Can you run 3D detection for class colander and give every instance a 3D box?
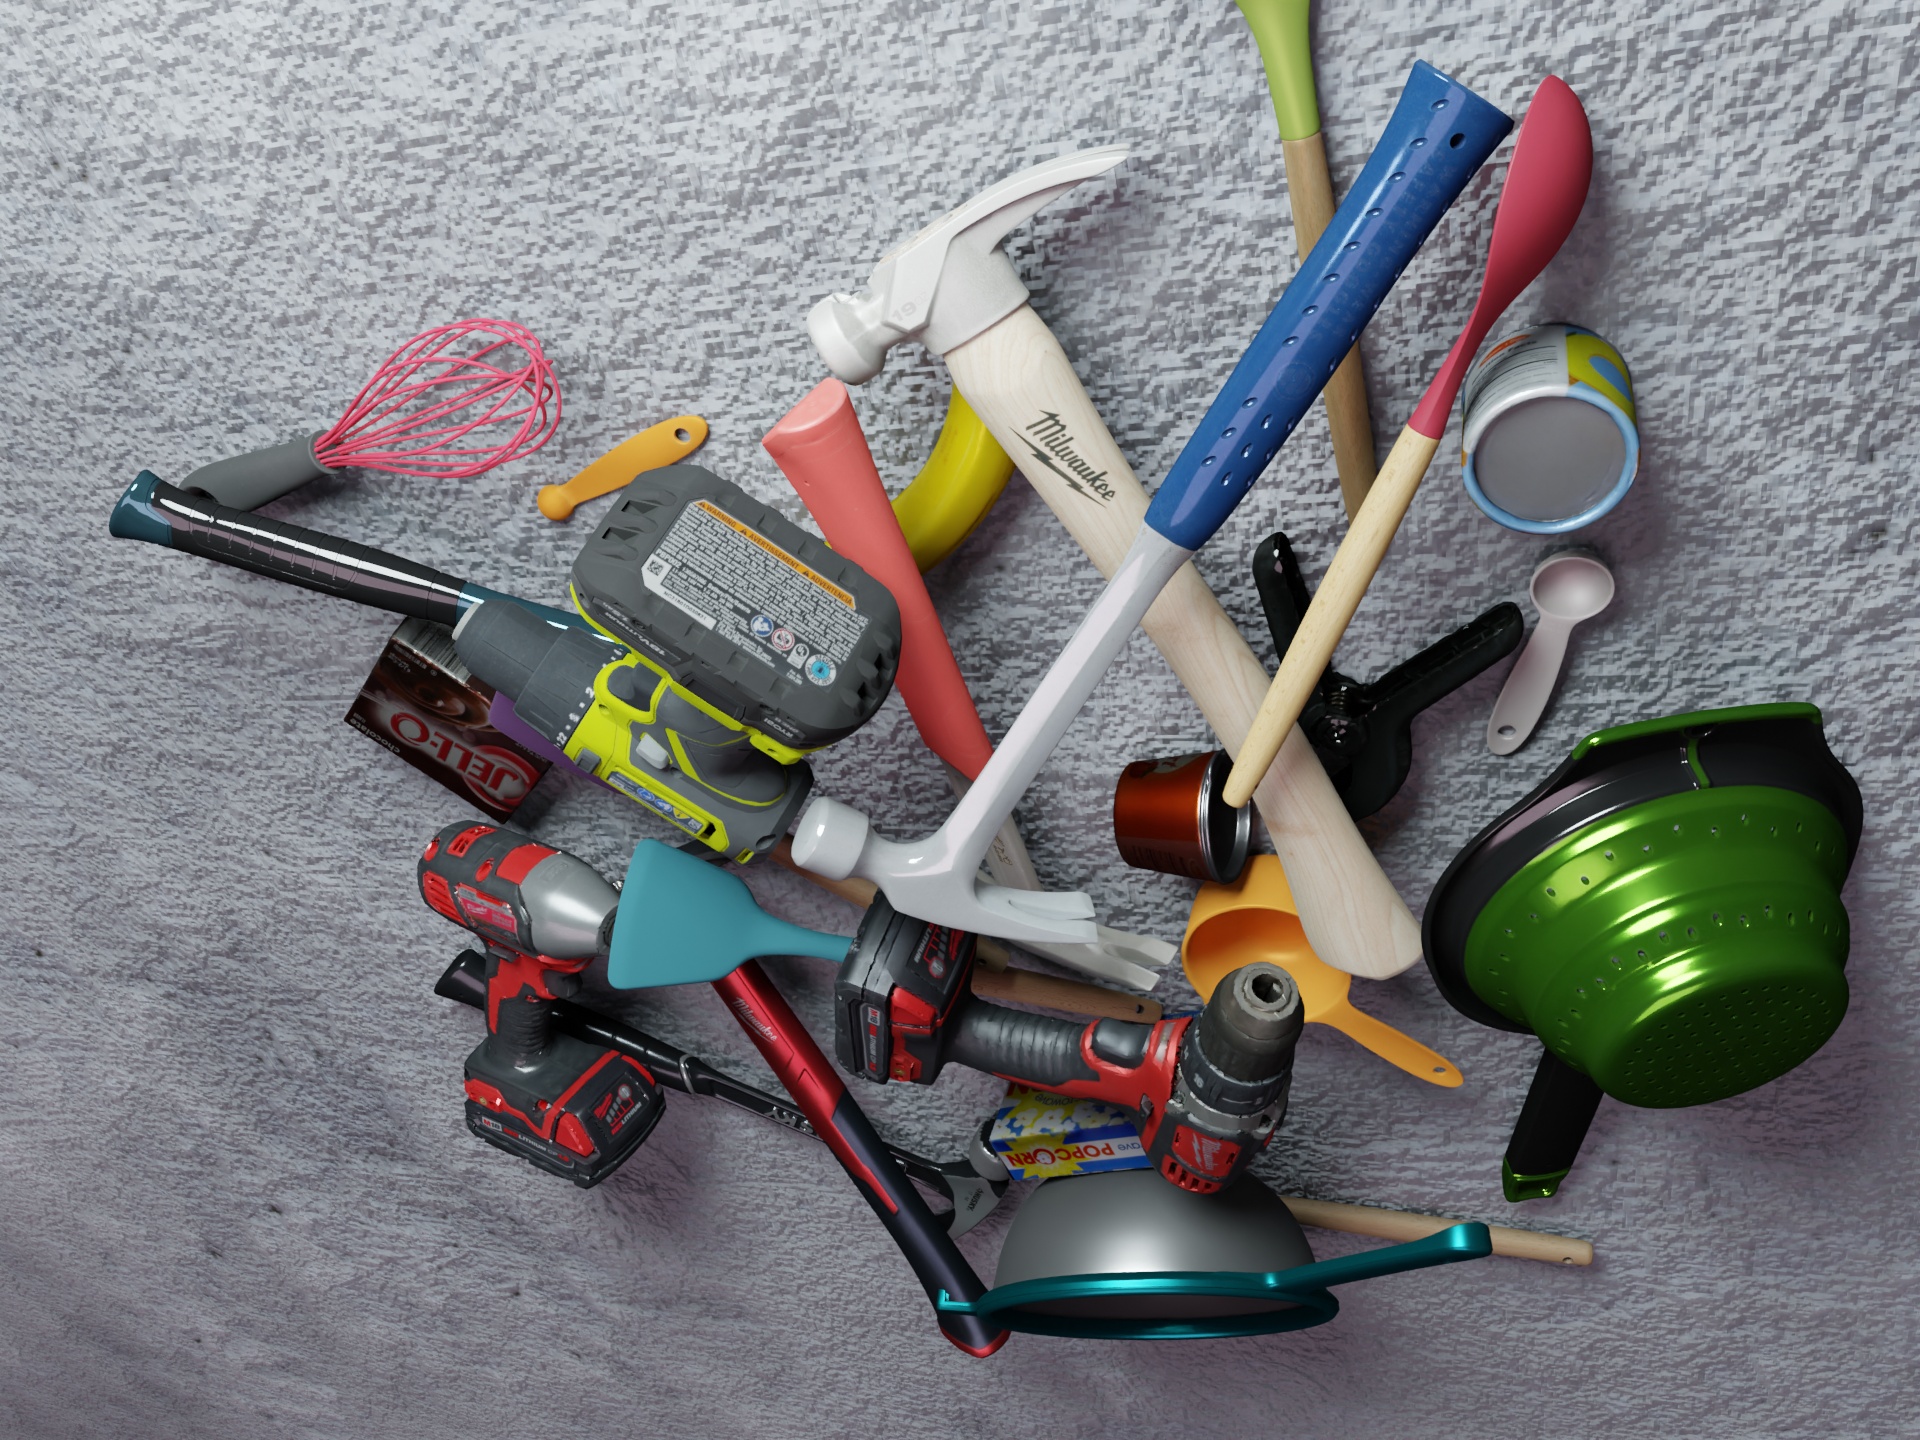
[{"bbox_3d":[0.325,0.164,0.768,0.204,0.095,0.396,-8,136,-3],"label":"colander"}]

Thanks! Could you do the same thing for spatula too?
[{"bbox_3d":[-0.111,0.060,0.870,0.316,0.018,0.059,29,132,-7],"label":"spatula"},{"bbox_3d":[-0.035,0.138,0.899,0.317,0.082,0.044,12,171,-8],"label":"spatula"}]

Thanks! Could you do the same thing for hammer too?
[{"bbox_3d":[0.109,-0.045,0.700,0.146,0.038,0.410,-28,112,21],"label":"hammer"},{"bbox_3d":[-0.001,-0.002,0.751,0.149,0.037,0.358,16,145,35],"label":"hammer"},{"bbox_3d":[-0.164,0.249,1.076,0.409,0.036,0.149,22,132,2],"label":"hammer"},{"bbox_3d":[0.084,-0.065,0.645,0.144,0.035,0.405,24,117,-17],"label":"hammer"},{"bbox_3d":[-0.274,-0.066,0.830,0.331,0.033,0.128,17,137,-7],"label":"hammer"},{"bbox_3d":[-0.068,0.238,0.985,0.143,0.038,0.386,-26,104,31],"label":"hammer"}]

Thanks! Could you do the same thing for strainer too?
[{"bbox_3d":[0.152,0.285,0.906,0.210,0.095,0.340,19,146,-31],"label":"strainer"}]

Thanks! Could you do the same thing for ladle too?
[{"bbox_3d":[0.171,-0.092,0.632,0.031,0.069,0.315,33,121,20],"label":"ladle"},{"bbox_3d":[0.137,-0.194,0.607,0.078,0.062,0.319,-14,126,9],"label":"ladle"}]

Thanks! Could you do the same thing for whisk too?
[{"bbox_3d":[-0.308,-0.141,0.804,0.296,0.073,0.073,-10,124,33],"label":"whisk"}]

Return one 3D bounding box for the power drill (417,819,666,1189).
[{"bbox_3d":[-0.247,0.171,0.966,0.143,0.078,0.219,16,125,23],"label":"power drill"}]

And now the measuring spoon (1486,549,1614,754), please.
[{"bbox_3d":[0.263,-0.031,0.723,0.034,0.018,0.124,14,137,8],"label":"measuring spoon"}]

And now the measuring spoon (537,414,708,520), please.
[{"bbox_3d":[-0.171,-0.125,0.795,0.117,0.011,0.021,-20,118,31],"label":"measuring spoon"}]

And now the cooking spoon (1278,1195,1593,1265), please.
[{"bbox_3d":[0.226,0.310,0.999,0.319,0.017,0.068,3,128,18],"label":"cooking spoon"}]

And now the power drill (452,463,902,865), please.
[{"bbox_3d":[-0.137,-0.023,0.735,0.190,0.080,0.228,33,152,-10],"label":"power drill"}]

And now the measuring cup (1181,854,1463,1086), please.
[{"bbox_3d":[0.199,0.135,0.849,0.173,0.052,0.095,32,130,-10],"label":"measuring cup"}]

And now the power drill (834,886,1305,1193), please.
[{"bbox_3d":[0.056,0.149,0.790,0.227,0.080,0.187,19,145,10],"label":"power drill"}]
